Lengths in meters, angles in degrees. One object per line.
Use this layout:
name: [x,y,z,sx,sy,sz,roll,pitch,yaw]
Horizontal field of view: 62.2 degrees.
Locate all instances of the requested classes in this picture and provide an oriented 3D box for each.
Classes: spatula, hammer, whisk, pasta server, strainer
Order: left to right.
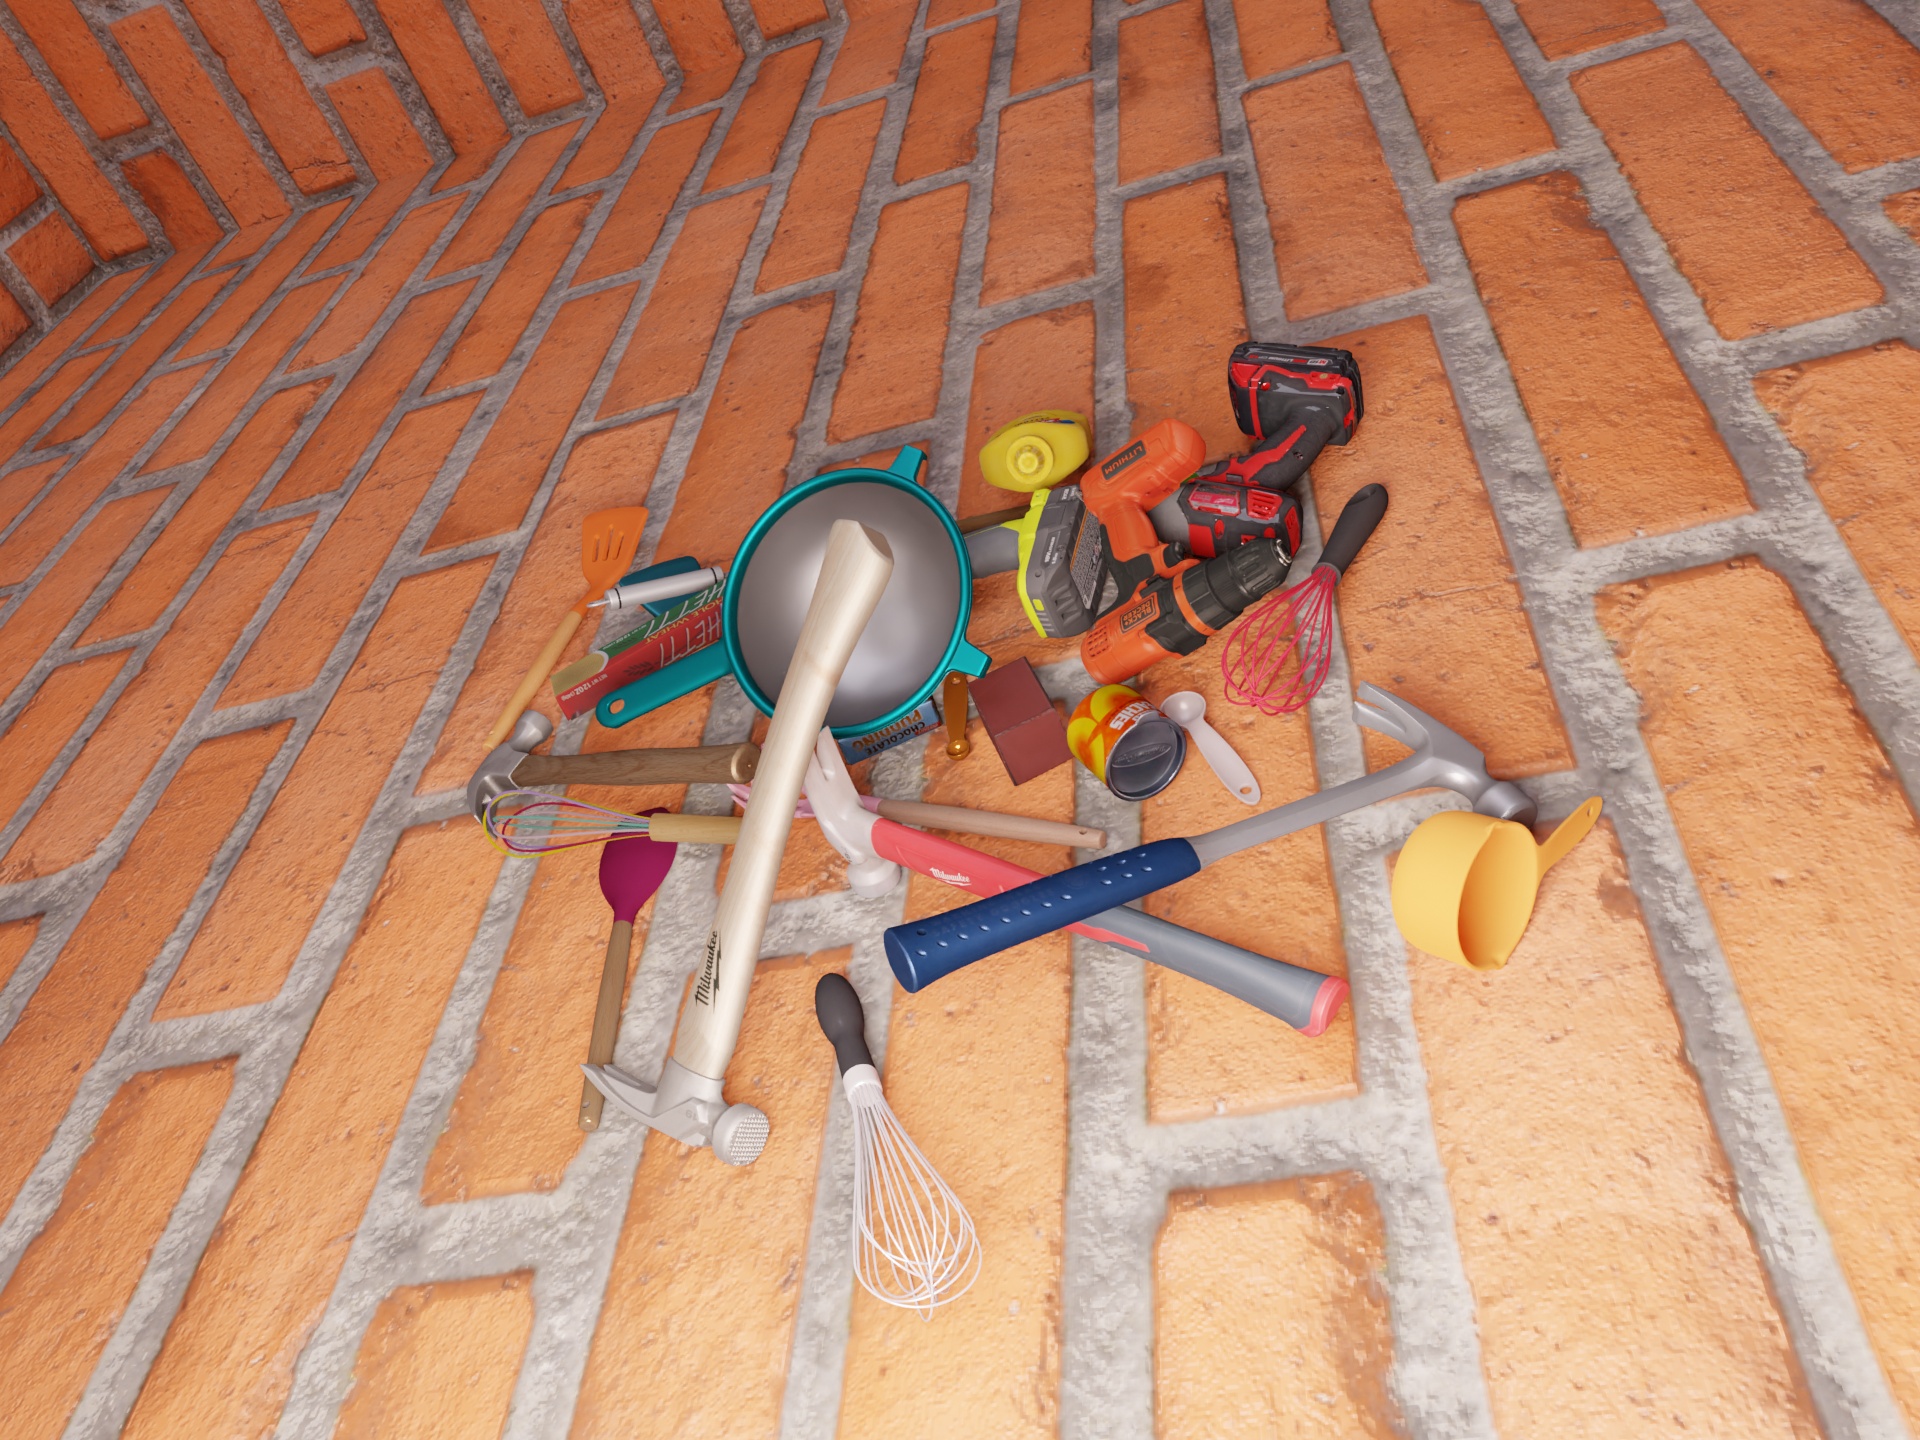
spatula: [-0.389,-0.092,1.544,0.081,0.041,0.323,-3,43,24]
hammer: [-0.290,0.041,1.304,0.331,0.031,0.130,-3,44,39]
whisk: [-0.259,0.086,1.242,0.245,0.051,0.047,2,64,12]
strainer: [-0.215,-0.131,1.448,0.258,0.050,0.087,-15,23,-25]
spatula: [-0.192,-0.075,1.414,0.082,0.044,0.318,-24,35,-32]
hammer: [-0.133,0.067,1.037,0.146,0.038,0.411,14,86,36]
strainer: [-0.129,-0.060,1.263,0.340,0.095,0.211,-23,72,19]
whisk: [-0.053,0.241,0.955,0.070,0.070,0.285,-26,33,-3]
pasta server: [-0.038,0.064,1.172,0.316,0.040,0.060,6,53,32]
hammer: [0.059,0.106,1.003,0.386,0.143,0.038,17,52,35]
hammer: [0.143,0.074,0.956,0.405,0.035,0.144,-17,43,-21]
whisk: [0.268,-0.098,1.190,0.073,0.073,0.296,5,39,32]

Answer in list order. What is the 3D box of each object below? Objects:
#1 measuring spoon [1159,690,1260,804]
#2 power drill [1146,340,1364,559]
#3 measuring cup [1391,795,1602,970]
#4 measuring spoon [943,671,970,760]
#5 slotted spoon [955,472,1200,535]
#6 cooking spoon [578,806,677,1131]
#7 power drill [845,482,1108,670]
measuring spoon: [0.180,0.023,1.129,0.034,0.018,0.124,-27,44,-4]
power drill: [0.241,-0.219,1.328,0.143,0.078,0.220,13,54,30]
measuring cup: [0.318,0.080,0.944,0.173,0.095,0.052,-28,28,-37]
measuring spoon: [-0.002,-0.004,1.259,0.021,0.011,0.117,-16,35,10]
slotted spoon: [0.063,-0.184,1.425,0.314,0.031,0.070,-10,42,20]
cooking spoon: [-0.252,0.170,1.173,0.069,0.017,0.319,-17,37,10]
power drill: [-0.001,-0.113,1.335,0.228,0.080,0.191,-6,45,26]
